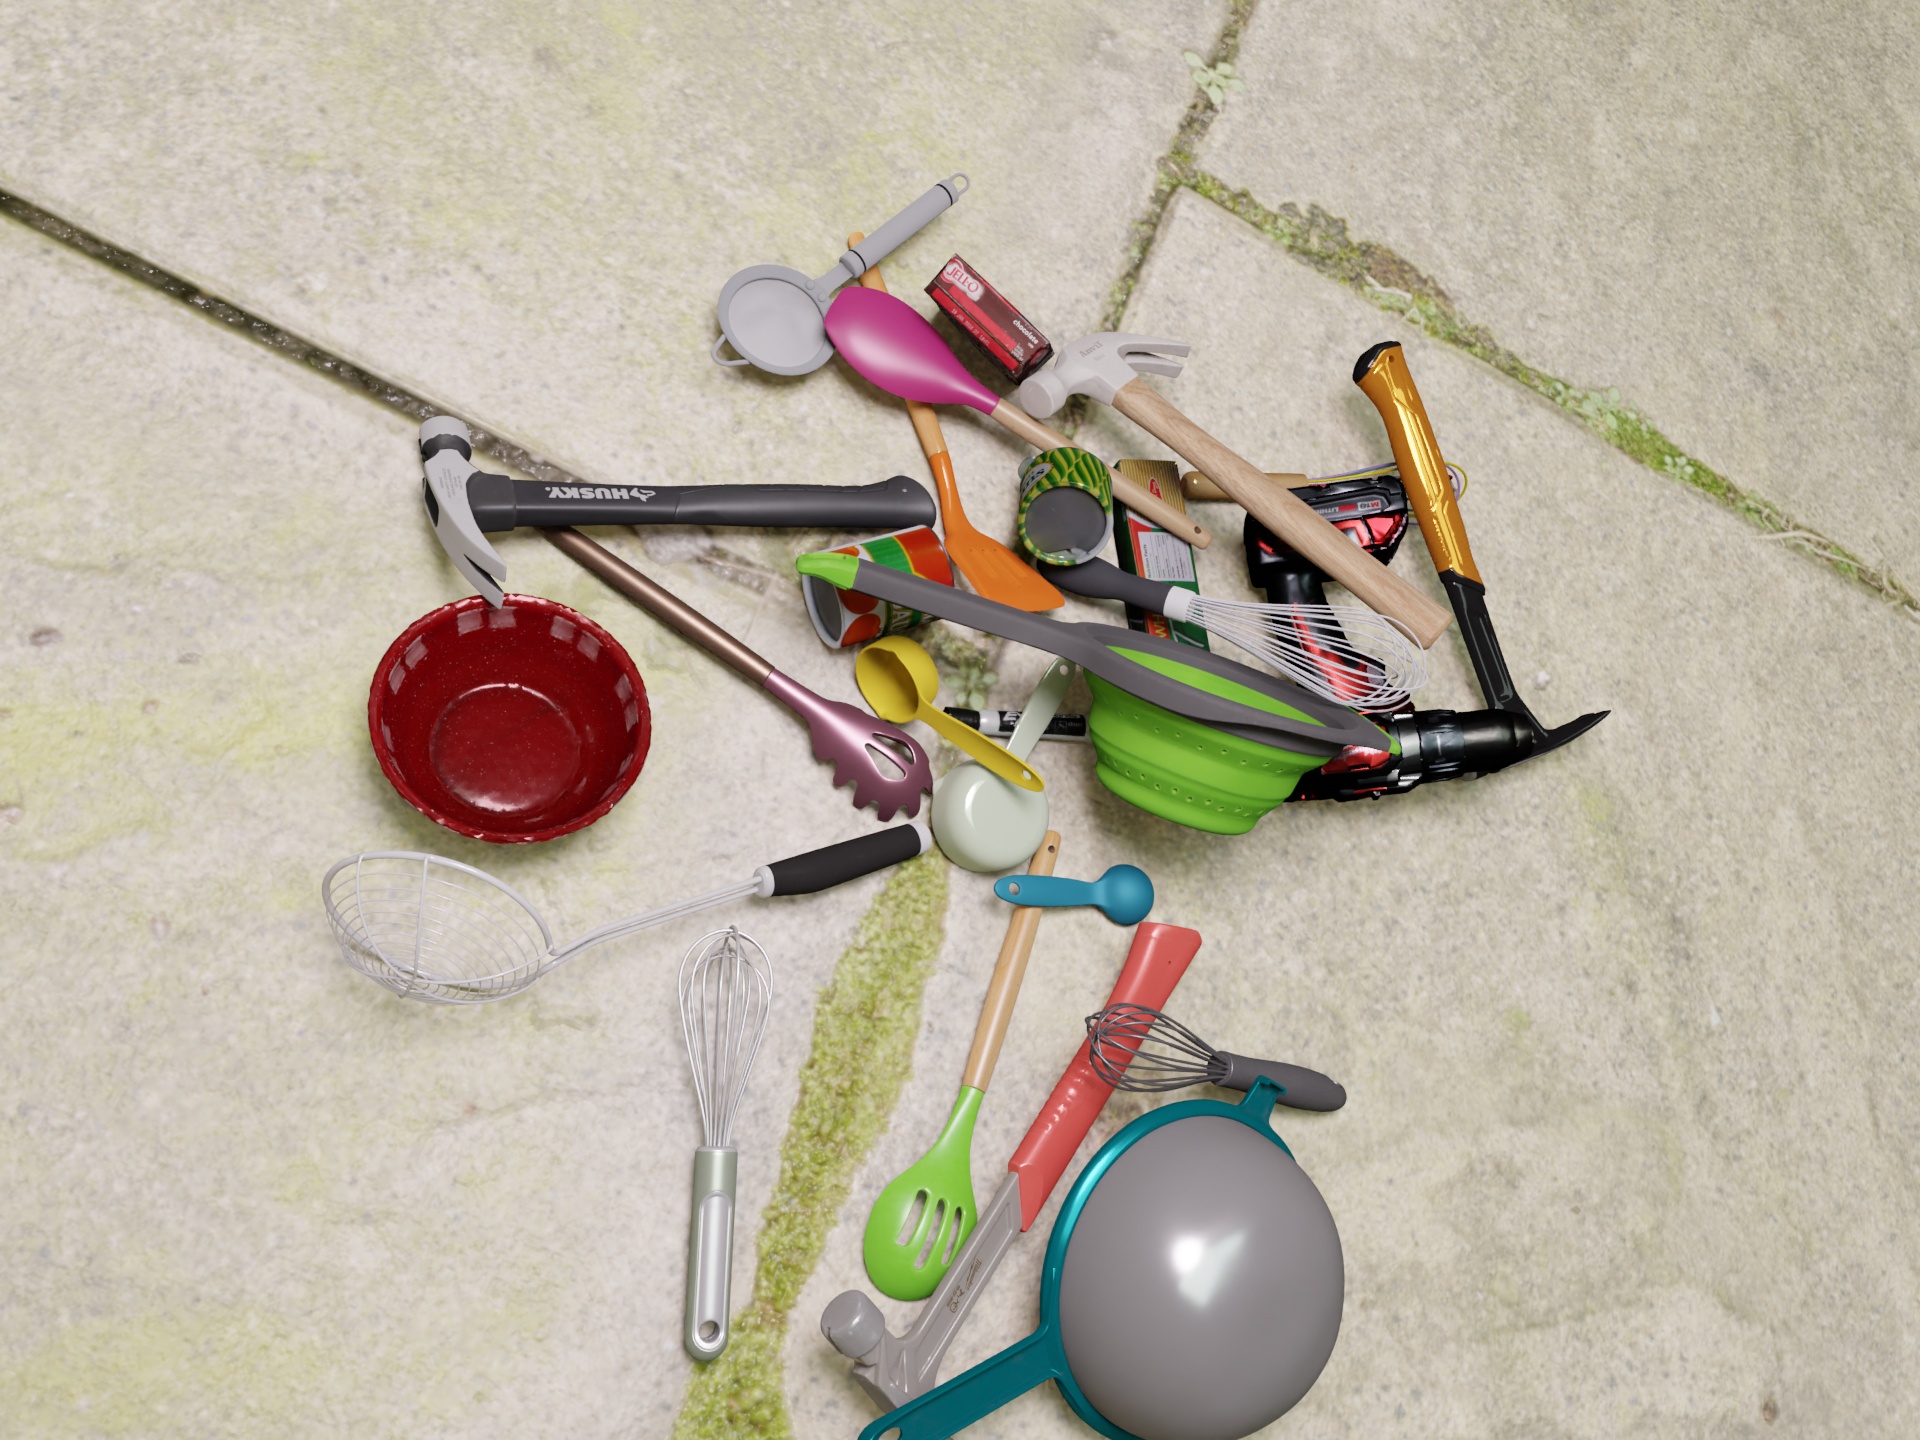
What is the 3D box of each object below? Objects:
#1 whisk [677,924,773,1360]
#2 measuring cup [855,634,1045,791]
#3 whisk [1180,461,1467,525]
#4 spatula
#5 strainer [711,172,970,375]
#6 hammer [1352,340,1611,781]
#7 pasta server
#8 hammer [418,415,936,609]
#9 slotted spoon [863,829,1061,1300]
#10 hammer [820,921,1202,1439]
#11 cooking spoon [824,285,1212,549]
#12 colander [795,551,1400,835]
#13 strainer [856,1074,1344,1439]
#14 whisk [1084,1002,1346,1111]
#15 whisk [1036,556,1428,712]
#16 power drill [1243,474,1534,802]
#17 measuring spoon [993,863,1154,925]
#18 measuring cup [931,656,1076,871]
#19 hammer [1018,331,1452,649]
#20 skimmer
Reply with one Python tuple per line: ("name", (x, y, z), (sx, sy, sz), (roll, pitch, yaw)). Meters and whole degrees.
("whisk", (-0.141, 0.243, 0.928), (0.057, 0.059, 0.246), (6, 75, -18))
("measuring cup", (-0.002, -0.003, 1.035), (0.157, 0.062, 0.029), (34, 47, 20))
("whisk", (0.285, -0.184, 1.234), (0.245, 0.047, 0.051), (-1, 74, -17))
("spatula", (-0.017, -0.214, 1.133), (0.081, 0.041, 0.323), (-7, 71, -46))
("strainer", (-0.082, -0.318, 1.131), (0.258, 0.050, 0.087), (-43, 91, -21))
("hammer", (0.382, -0.130, 1.214), (0.127, 0.034, 0.337), (-20, 89, -13))
("pasta server", (-0.149, -0.041, 1.036), (0.316, 0.040, 0.060), (35, 64, -2))
("hammer", (-0.172, -0.137, 1.035), (0.334, 0.035, 0.146), (-3, 48, -26))
("slotted spoon", (0.014, 0.209, 1.008), (0.070, 0.031, 0.314), (28, 63, -16))
("hammer", (0.059, 0.271, 0.984), (0.149, 0.037, 0.359), (54, 55, -24))
("cooking spoon", (0.046, -0.209, 1.129), (0.318, 0.017, 0.069), (31, 68, -10))
("colander", (0.076, -0.010, 1.018), (0.397, 0.205, 0.094), (17, 102, -10))
("strainer", (0.105, 0.354, 0.908), (0.340, 0.095, 0.211), (-16, 99, -31))
("whisk", (0.169, 0.223, 1.019), (0.238, 0.055, 0.055), (20, 65, -34))
("whisk", (0.181, -0.070, 1.093), (0.285, 0.070, 0.070), (20, 62, 21))
("power drill", (0.299, -0.056, 1.143), (0.188, 0.080, 0.227), (-7, 74, 7))
("measuring spoon", (0.080, 0.113, 1.052), (0.128, 0.021, 0.042), (6, 72, -32))
("measuring cup", (0.043, 0.023, 1.058), (0.083, 0.038, 0.168), (34, 74, -18))
("hammer", (0.203, -0.164, 1.111), (0.331, 0.031, 0.130), (40, 54, 13))
("skimmer", (-0.183, 0.088, 0.949), (0.363, 0.127, 0.090), (-14, 62, -35))
